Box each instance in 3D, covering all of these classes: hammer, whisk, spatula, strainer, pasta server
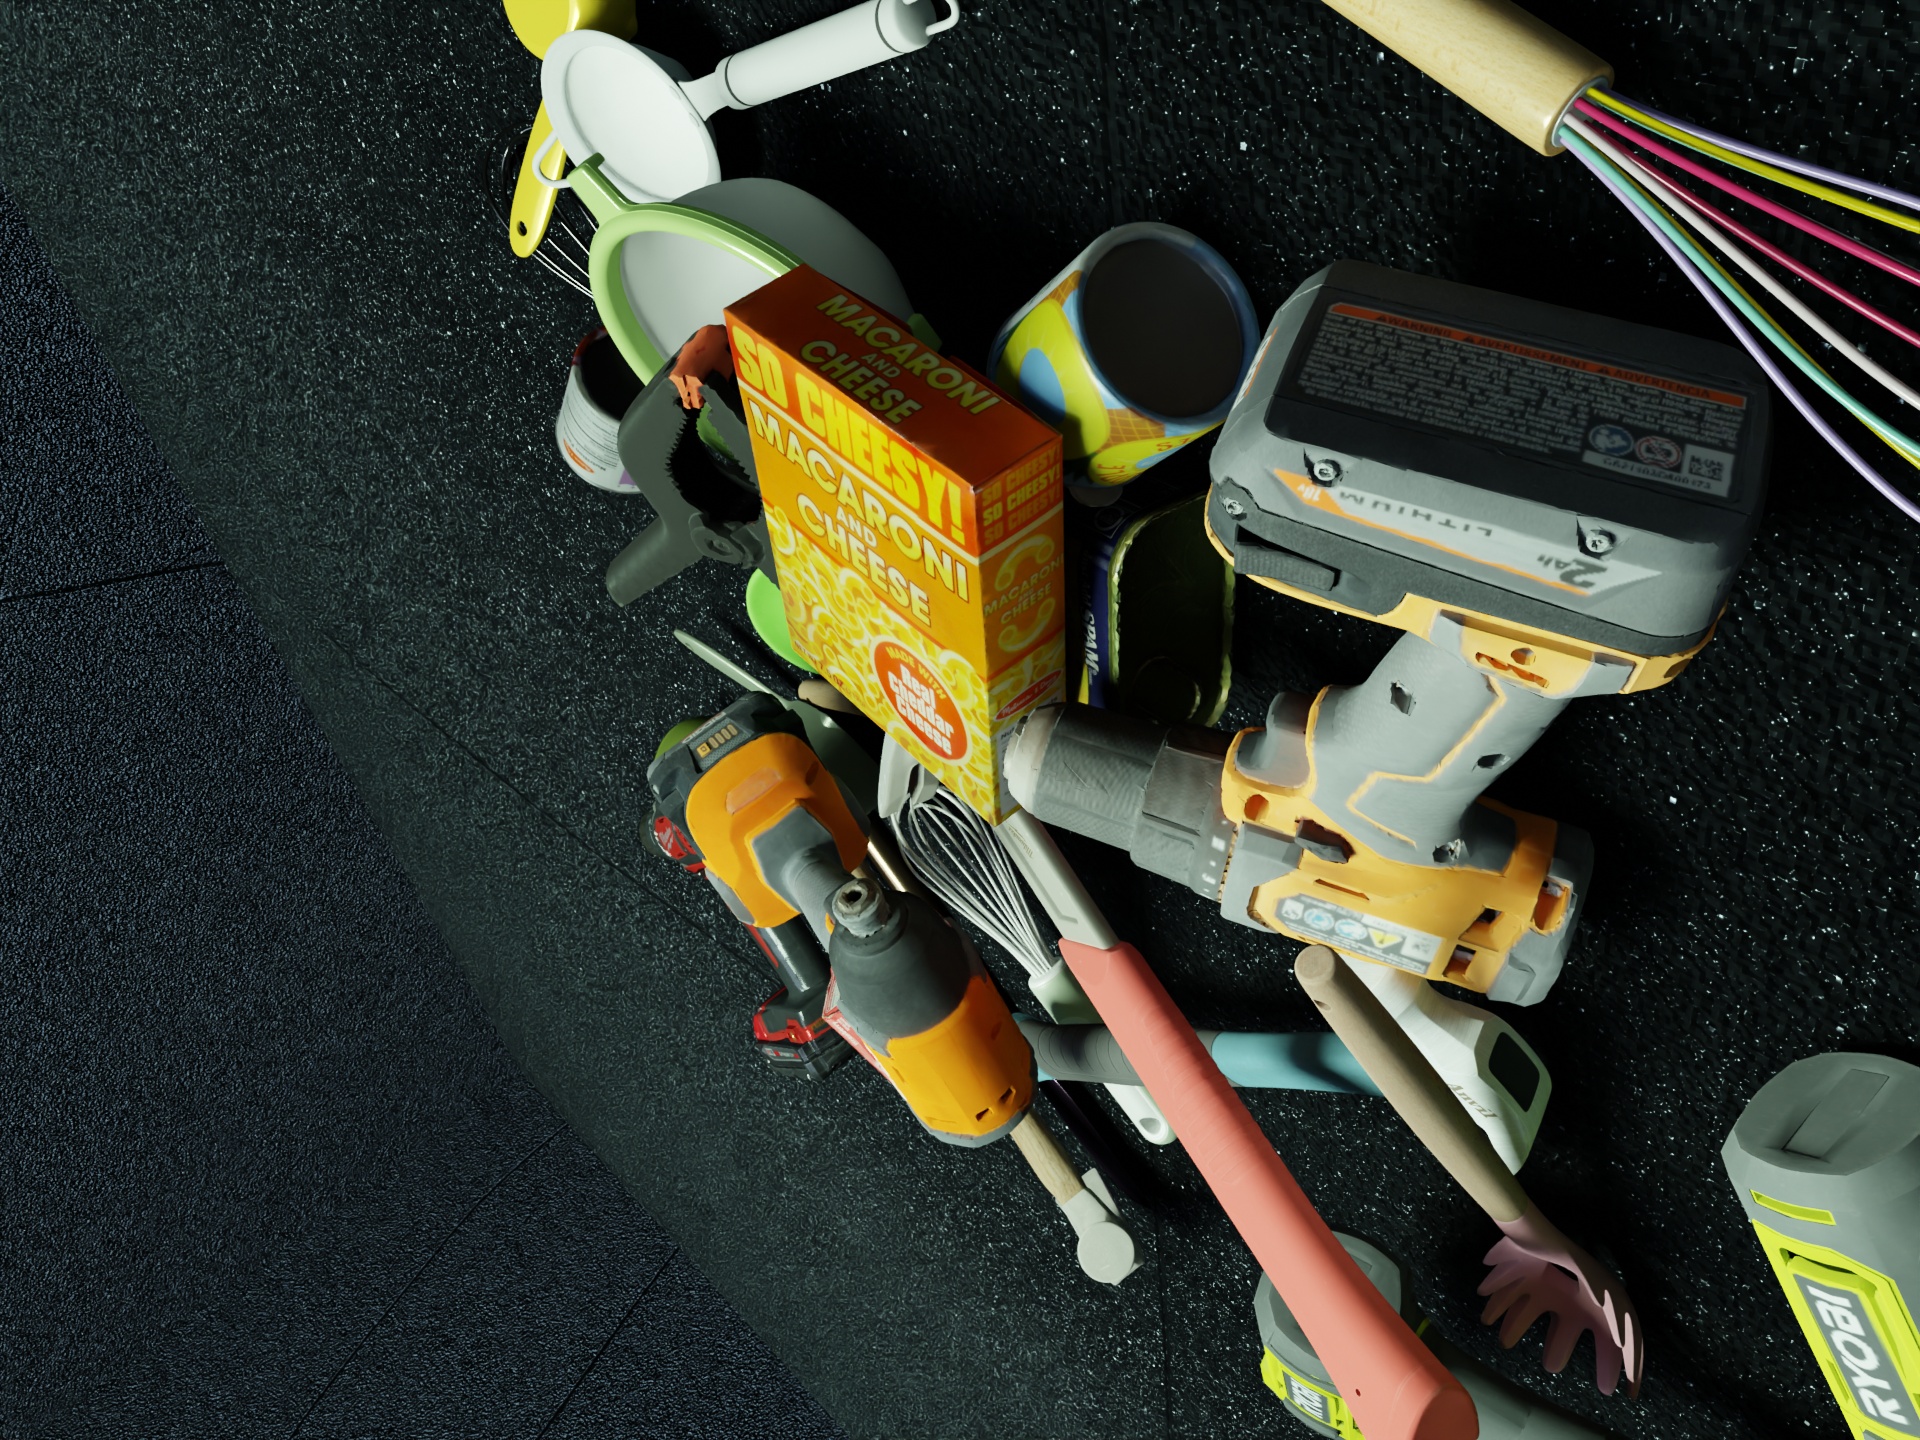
[{"bbox_3d":[0.069,0.121,0.620,0.359,0.036,0.149,56,153,27],"label":"hammer"},{"bbox_3d":[-0.140,-0.181,0.755,0.239,0.055,0.055,52,155,-5],"label":"whisk"},{"bbox_3d":[0.015,0.164,0.953,0.316,0.018,0.060,54,165,-2],"label":"spatula"},{"bbox_3d":[0.041,0.126,0.831,0.058,0.059,0.246,-31,100,37],"label":"whisk"},{"bbox_3d":[0.109,0.143,0.680,0.128,0.033,0.331,39,155,-17],"label":"hammer"},{"bbox_3d":[-0.064,-0.135,0.663,0.151,0.069,0.256,29,159,11],"label":"strainer"},{"bbox_3d":[-0.084,-0.237,0.593,0.258,0.050,0.086,9,144,49],"label":"strainer"},{"bbox_3d":[0.149,-0.121,0.335,0.245,0.051,0.047,48,-171,24],"label":"whisk"},{"bbox_3d":[0.001,0.186,0.947,0.331,0.031,0.130,53,177,19],"label":"hammer"},{"bbox_3d":[0.176,0.162,0.544,0.060,0.040,0.315,9,152,42],"label":"pasta server"}]

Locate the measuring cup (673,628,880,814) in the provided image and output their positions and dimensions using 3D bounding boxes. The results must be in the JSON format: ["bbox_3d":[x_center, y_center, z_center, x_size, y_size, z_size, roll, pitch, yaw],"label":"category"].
[{"bbox_3d":[-0.114,0.003,0.916,0.168,0.038,0.083,35,162,19],"label":"measuring cup"}]

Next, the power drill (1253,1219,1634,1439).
[{"bbox_3d":[0.224,0.289,0.617,0.223,0.080,0.171,24,155,28],"label":"power drill"}]

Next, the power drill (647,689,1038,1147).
[{"bbox_3d":[-0.060,0.081,0.744,0.227,0.084,0.164,43,165,43],"label":"power drill"}]

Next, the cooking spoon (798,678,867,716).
[{"bbox_3d":[-0.001,-0.002,0.768,0.068,0.017,0.319,46,161,-28],"label":"cooking spoon"}]

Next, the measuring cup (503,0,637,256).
[{"bbox_3d":[-0.180,-0.263,0.677,0.062,0.029,0.156,42,131,14],"label":"measuring cup"}]

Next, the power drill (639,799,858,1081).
[{"bbox_3d":[-0.153,0.142,1.153,0.226,0.080,0.188,60,154,-6],"label":"power drill"}]

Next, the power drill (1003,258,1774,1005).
[{"bbox_3d":[0.102,-0.013,0.450,0.185,0.084,0.226,18,145,14],"label":"power drill"}]

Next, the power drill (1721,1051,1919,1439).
[{"bbox_3d":[0.321,0.185,0.386,0.190,0.080,0.228,60,157,-13],"label":"power drill"}]

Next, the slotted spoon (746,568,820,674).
[{"bbox_3d":[-0.005,-0.037,0.724,0.314,0.031,0.070,14,134,52],"label":"slotted spoon"}]

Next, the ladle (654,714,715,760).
[{"bbox_3d":[-0.086,0.129,1.041,0.320,0.062,0.078,55,150,-9],"label":"ladle"}]
